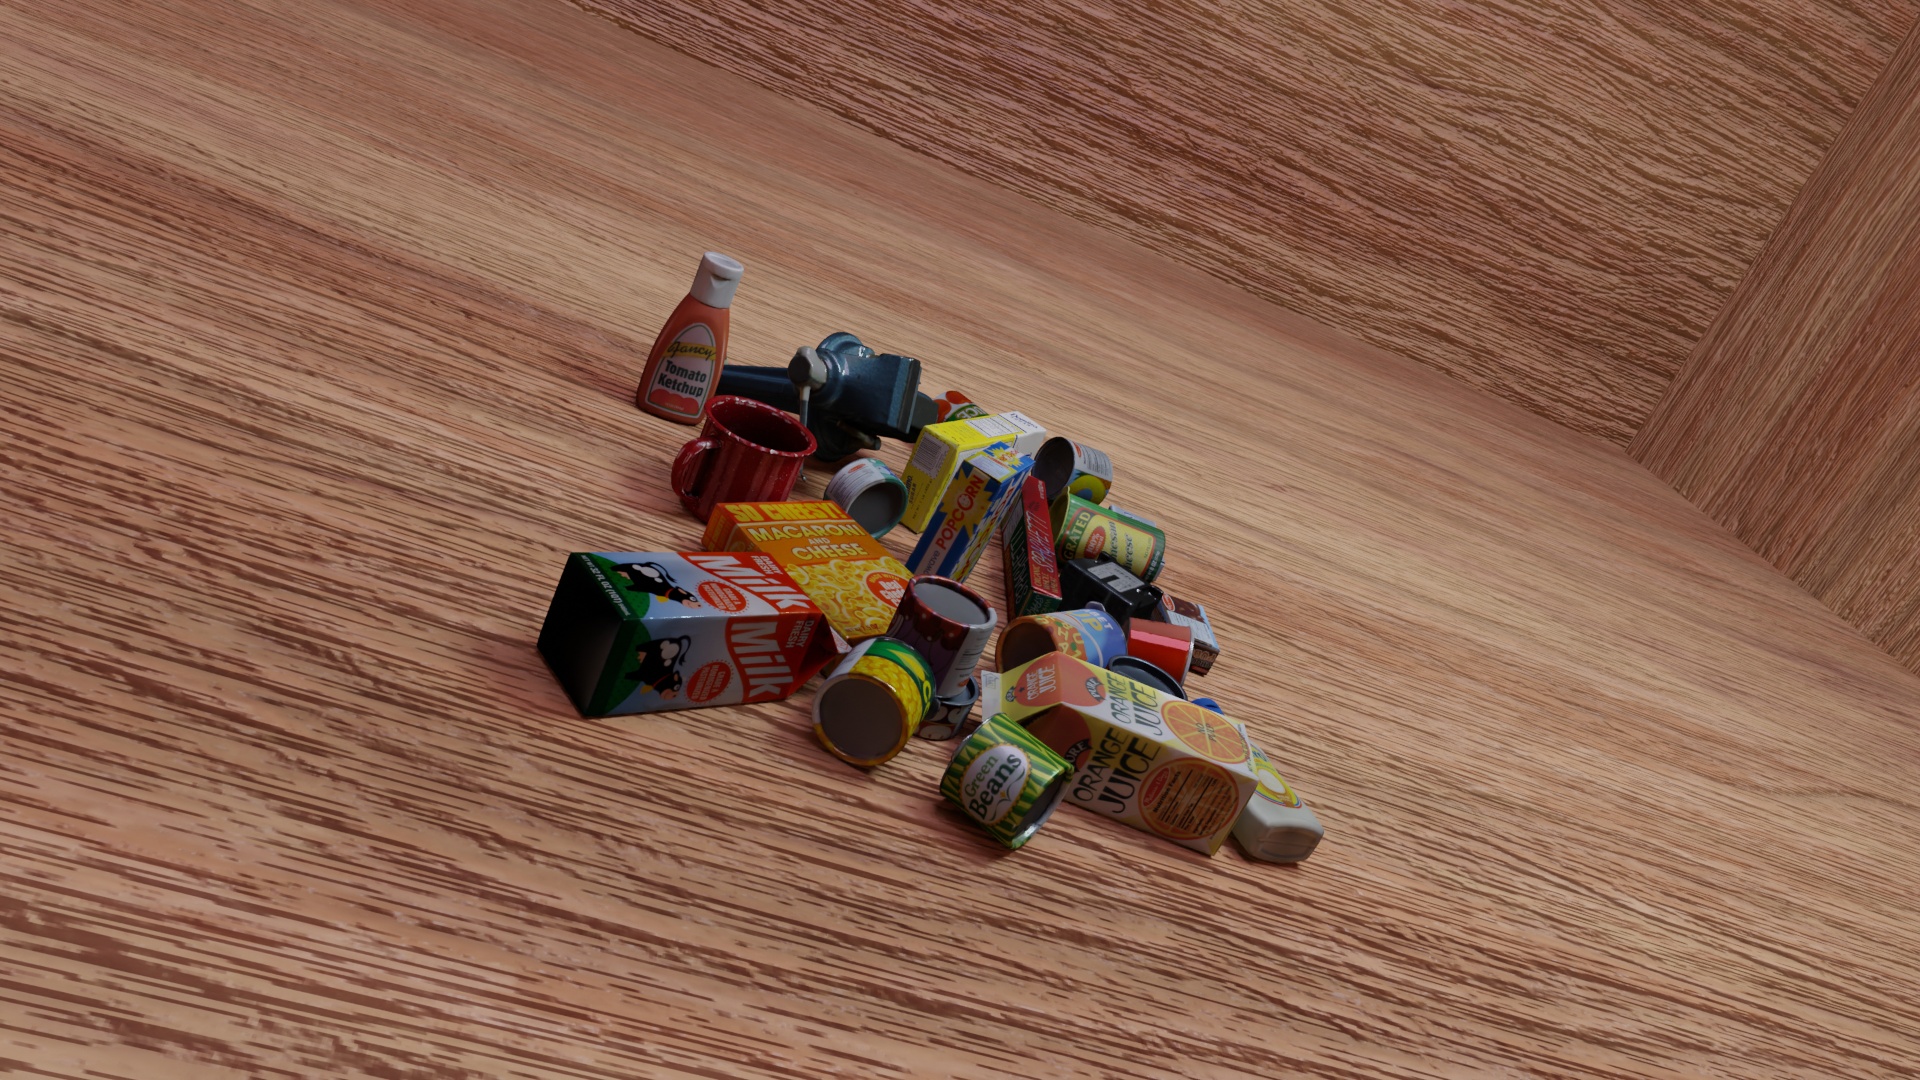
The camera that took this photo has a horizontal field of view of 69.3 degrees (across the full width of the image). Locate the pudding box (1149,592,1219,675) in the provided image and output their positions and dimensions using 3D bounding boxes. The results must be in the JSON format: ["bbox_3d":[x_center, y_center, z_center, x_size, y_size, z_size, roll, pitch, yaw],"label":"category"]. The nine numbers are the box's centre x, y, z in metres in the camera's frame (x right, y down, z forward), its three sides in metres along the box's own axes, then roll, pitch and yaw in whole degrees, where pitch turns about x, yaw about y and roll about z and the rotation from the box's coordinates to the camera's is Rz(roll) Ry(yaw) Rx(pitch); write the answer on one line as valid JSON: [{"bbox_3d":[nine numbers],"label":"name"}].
[{"bbox_3d":[0.199,0.082,1.248,0.050,0.030,0.084,19,23,-12],"label":"pudding box"}]

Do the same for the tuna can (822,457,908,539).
[{"bbox_3d":[-0.078,-0.032,1.167,0.071,0.070,0.033,3,32,-43],"label":"tuna can"}]

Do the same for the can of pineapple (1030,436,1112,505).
[{"bbox_3d":[0.114,-0.068,1.438,0.058,0.070,0.071,16,23,-36],"label":"can of pineapple"}]

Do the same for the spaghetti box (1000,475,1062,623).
[{"bbox_3d":[0.060,0.011,1.234,0.029,0.050,0.251,20,23,-10],"label":"spaghetti box"}]

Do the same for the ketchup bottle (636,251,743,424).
[{"bbox_3d":[-0.232,-0.178,1.213,0.065,0.148,0.044,17,22,-20],"label":"ketchup bottle"}]

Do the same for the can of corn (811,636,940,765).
[{"bbox_3d":[-0.053,0.104,0.892,0.071,0.071,0.058,28,23,6],"label":"can of corn"}]

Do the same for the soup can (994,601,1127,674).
[{"bbox_3d":[0.077,0.085,1.064,0.084,0.071,0.071,-2,35,-48],"label":"soup can"}]

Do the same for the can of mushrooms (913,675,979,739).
[{"bbox_3d":[-0.025,0.105,0.963,0.071,0.033,0.071,22,23,-10],"label":"can of mushrooms"}]

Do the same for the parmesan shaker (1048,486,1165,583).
[{"bbox_3d":[0.134,0.000,1.306,0.103,0.071,0.071,21,23,-12],"label":"parmesan shaker"}]

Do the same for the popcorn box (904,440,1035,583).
[{"bbox_3d":[0.004,-0.014,1.131,0.038,0.126,0.085,34,24,11],"label":"popcorn box"}]

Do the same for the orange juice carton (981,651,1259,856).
[{"bbox_3d":[0.103,0.141,0.965,0.193,0.072,0.072,22,23,-8],"label":"orange juice carton"}]

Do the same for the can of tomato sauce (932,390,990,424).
[{"bbox_3d":[0.007,-0.106,1.406,0.083,0.071,0.071,39,26,31],"label":"can of tomato sauce"}]

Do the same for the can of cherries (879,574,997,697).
[{"bbox_3d":[-0.018,0.063,0.939,0.071,0.058,0.072,21,23,-9],"label":"can of cherries"}]

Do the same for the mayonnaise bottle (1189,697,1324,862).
[{"bbox_3d":[0.209,0.176,1.039,0.065,0.041,0.149,13,26,-27],"label":"mayonnaise bottle"}]

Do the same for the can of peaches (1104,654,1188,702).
[{"bbox_3d":[0.126,0.128,1.037,0.071,0.057,0.071,22,23,-10],"label":"can of peaches"}]

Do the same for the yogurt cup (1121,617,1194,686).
[{"bbox_3d":[0.155,0.096,1.132,0.054,0.072,0.073,17,23,-1],"label":"yogurt cup"}]

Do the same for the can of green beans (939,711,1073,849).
[{"bbox_3d":[0.030,0.152,0.875,0.058,0.071,0.071,36,24,22],"label":"can of green beans"}]

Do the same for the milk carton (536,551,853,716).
[{"bbox_3d":[-0.158,0.055,0.880,0.191,0.073,0.072,0,33,-46],"label":"milk carton"}]

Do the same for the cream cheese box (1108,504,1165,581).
[{"bbox_3d":[0.174,0.001,1.406,0.053,0.024,0.104,23,23,-8],"label":"cream cheese box"}]

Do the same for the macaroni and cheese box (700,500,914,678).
[{"bbox_3d":[-0.097,0.032,1.038,0.124,0.040,0.167,-3,36,-49],"label":"macaroni and cheese box"}]
